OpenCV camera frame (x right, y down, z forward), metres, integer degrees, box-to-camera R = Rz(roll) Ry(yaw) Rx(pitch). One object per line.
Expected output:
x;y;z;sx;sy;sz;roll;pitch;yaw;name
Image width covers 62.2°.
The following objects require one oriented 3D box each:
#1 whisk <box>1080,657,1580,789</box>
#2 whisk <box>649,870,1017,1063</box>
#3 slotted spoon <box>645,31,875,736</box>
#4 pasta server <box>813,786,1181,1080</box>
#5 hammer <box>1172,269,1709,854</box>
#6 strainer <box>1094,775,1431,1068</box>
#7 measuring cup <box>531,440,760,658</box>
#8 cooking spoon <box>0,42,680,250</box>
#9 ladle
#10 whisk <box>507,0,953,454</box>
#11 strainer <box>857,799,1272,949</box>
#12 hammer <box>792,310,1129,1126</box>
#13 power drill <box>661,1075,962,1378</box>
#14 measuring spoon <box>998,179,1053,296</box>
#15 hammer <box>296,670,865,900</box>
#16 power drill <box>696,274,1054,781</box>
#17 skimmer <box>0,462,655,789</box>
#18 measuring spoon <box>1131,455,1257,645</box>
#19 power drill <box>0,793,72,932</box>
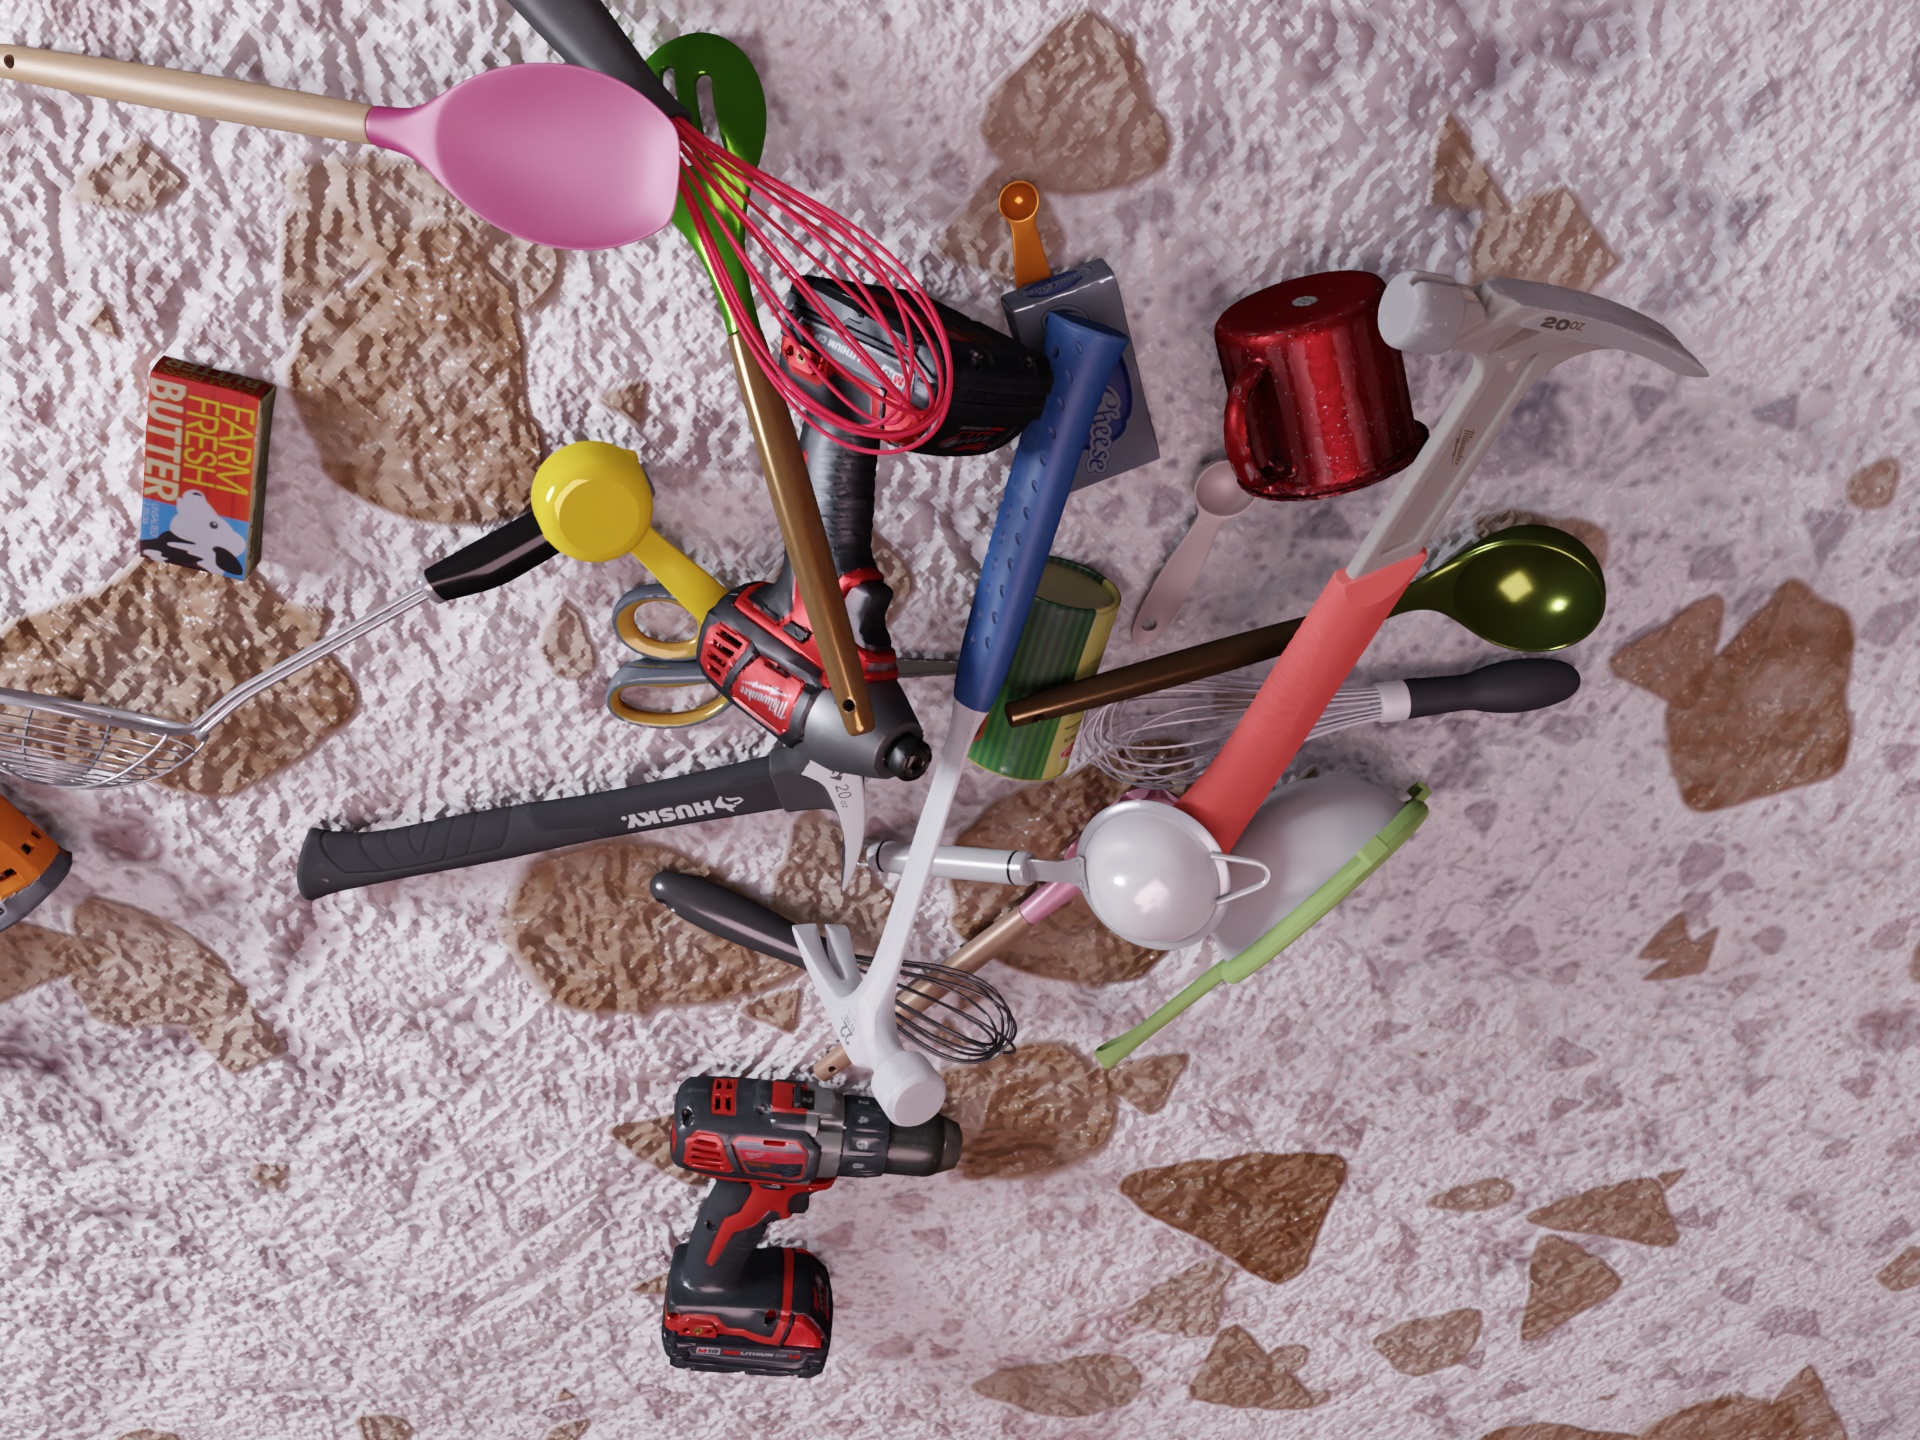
0.206;-0.008;0.876;0.284;0.070;0.070;-7;123;-5;whisk
-0.074;0.144;0.943;0.239;0.055;0.055;25;119;-4;whisk
-0.085;-0.145;0.694;0.070;0.031;0.314;-14;95;19;slotted spoon
0.020;0.137;0.967;0.316;0.040;0.060;-40;107;21;pasta server
0.191;-0.046;0.761;0.149;0.037;0.358;6;134;-21;hammer
0.153;0.110;0.925;0.069;0.151;0.256;50;116;9;strainer
-0.146;-0.075;0.793;0.062;0.029;0.156;-43;123;6;measuring cup
-0.260;-0.246;0.647;0.319;0.017;0.068;13;110;11;cooking spoon
0.179;-0.036;0.816;0.320;0.062;0.078;-16;139;-9;ladle
-0.105;-0.224;0.643;0.073;0.073;0.296;-43;83;21;whisk
0.040;0.084;0.869;0.258;0.050;0.086;2;110;34;strainer
-0.001;-0.003;0.798;0.035;0.144;0.405;4;115;-32;hammer
-0.107;0.335;1.067;0.188;0.080;0.226;7;119;-9;power drill
0.036;-0.203;0.764;0.021;0.011;0.116;-16;126;-2;measuring spoon
-0.214;0.060;0.896;0.335;0.035;0.146;-11;131;6;hammer
-0.044;-0.082;0.746;0.078;0.143;0.219;-8;125;-47;power drill
-0.331;-0.064;0.798;0.363;0.127;0.090;-28;84;1;skimmer
0.119;-0.090;0.843;0.034;0.018;0.124;15;128;-15;measuring spoon
-0.630;0.083;0.865;0.226;0.084;0.164;-30;119;10;power drill
